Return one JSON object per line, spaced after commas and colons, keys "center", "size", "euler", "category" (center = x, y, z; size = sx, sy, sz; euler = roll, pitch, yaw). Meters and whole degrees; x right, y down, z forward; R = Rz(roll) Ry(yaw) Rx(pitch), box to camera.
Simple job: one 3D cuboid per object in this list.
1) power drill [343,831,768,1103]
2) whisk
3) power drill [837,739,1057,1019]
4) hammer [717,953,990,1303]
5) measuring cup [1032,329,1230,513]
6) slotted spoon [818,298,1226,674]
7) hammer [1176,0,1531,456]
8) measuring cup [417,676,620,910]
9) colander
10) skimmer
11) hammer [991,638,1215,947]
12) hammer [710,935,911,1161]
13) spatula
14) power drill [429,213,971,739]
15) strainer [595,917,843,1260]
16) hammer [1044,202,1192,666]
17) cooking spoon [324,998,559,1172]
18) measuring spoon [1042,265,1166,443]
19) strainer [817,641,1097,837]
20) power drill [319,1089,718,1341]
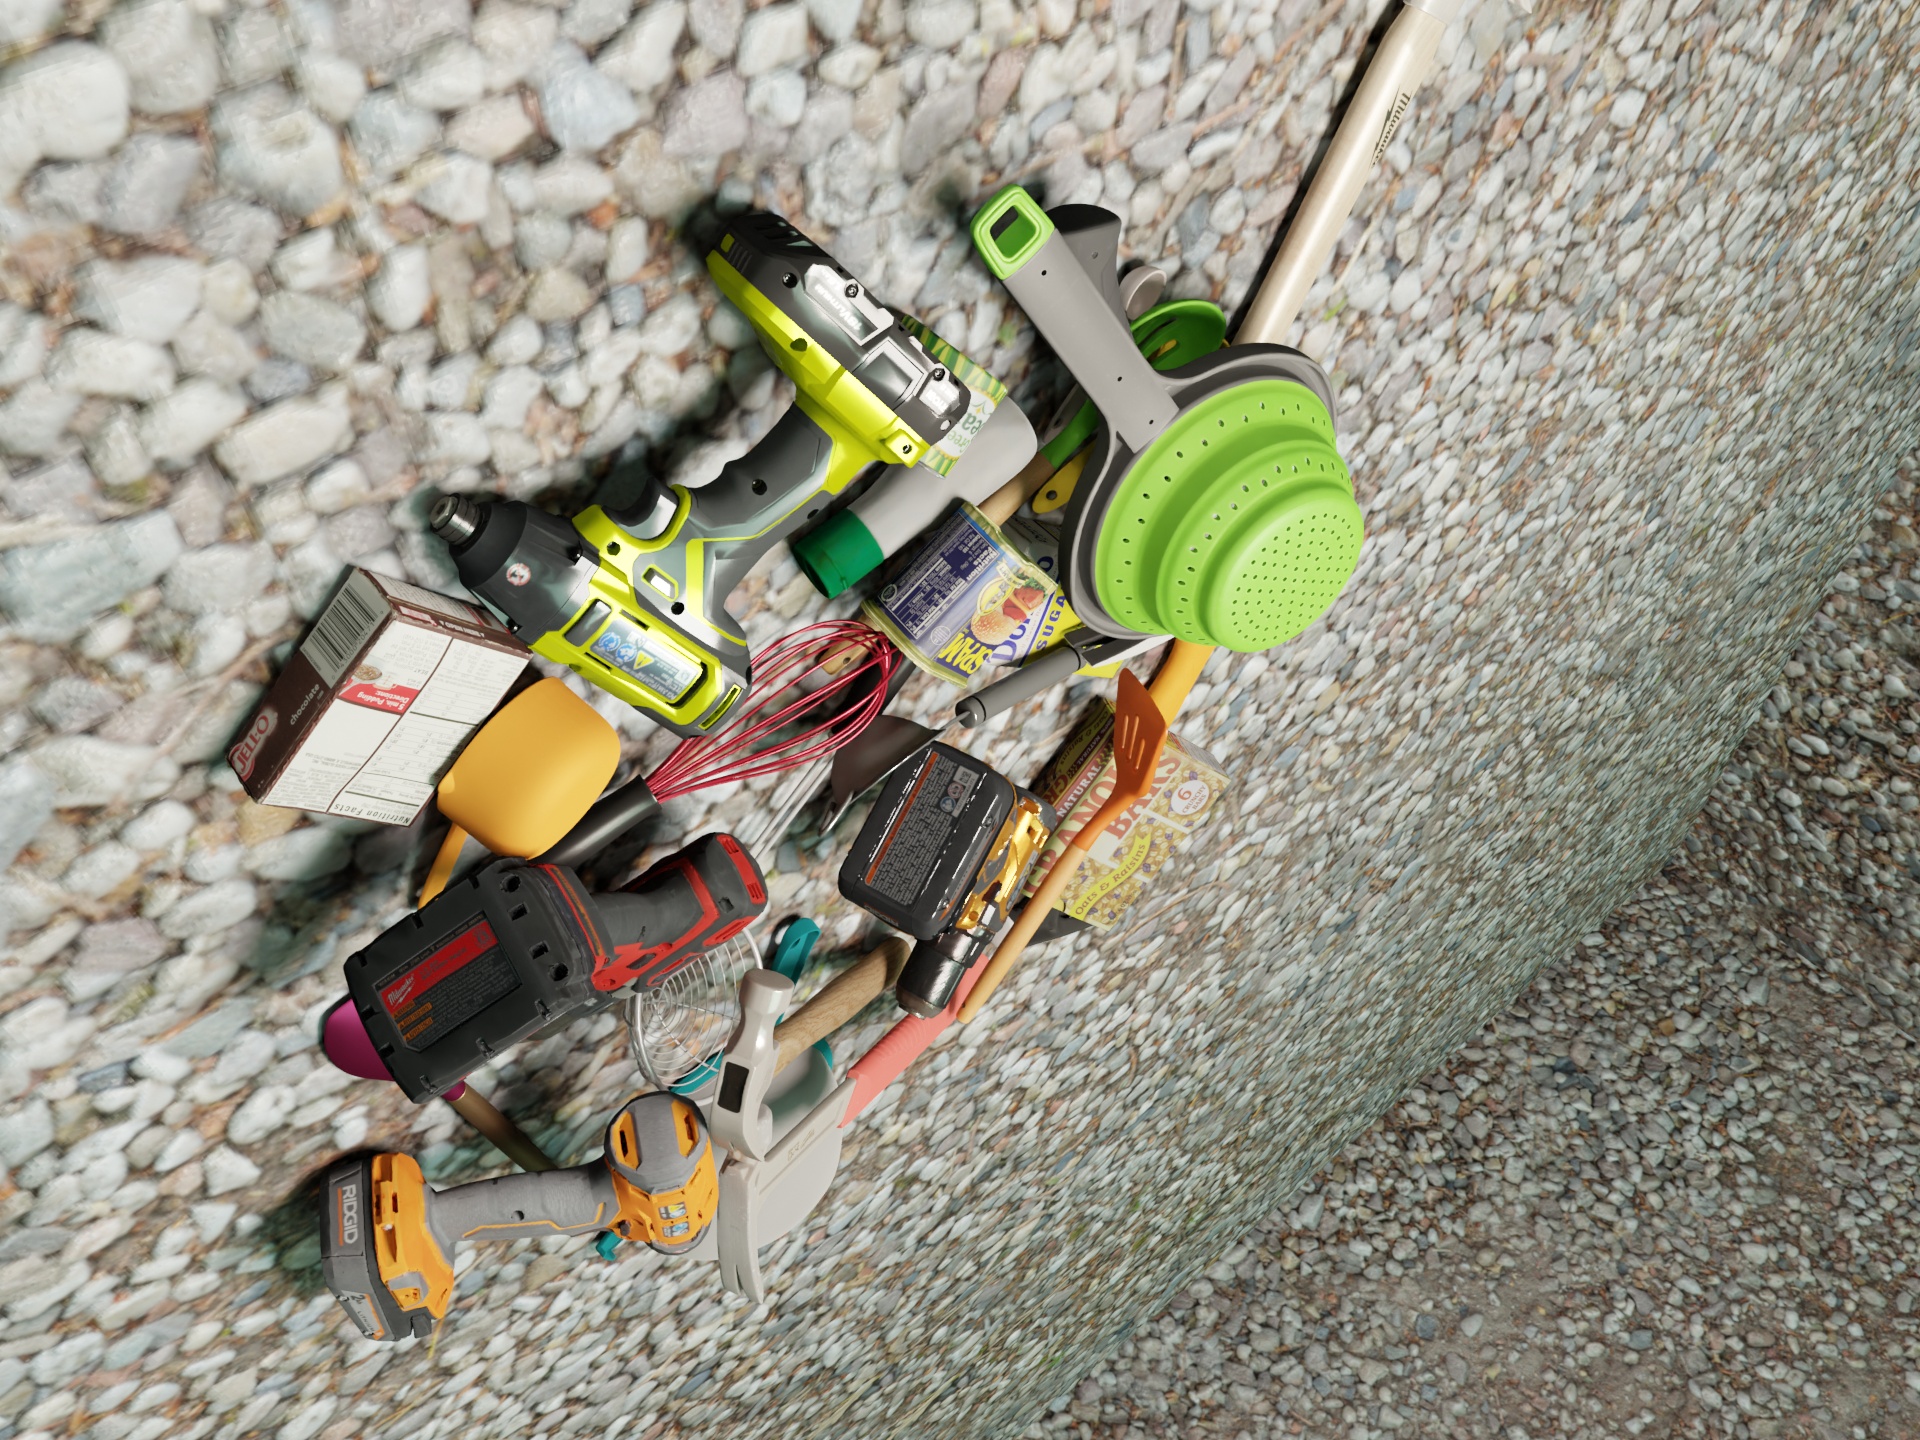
{"center": [-0.222, 0.133, 0.854], "size": [0.188, 0.080, 0.226], "euler": [-33, 171, 16], "category": "power drill"}
{"center": [-0.157, 0.029, 0.892], "size": [0.296, 0.073, 0.073], "euler": [-33, 148, -12], "category": "whisk"}
{"center": [-0.012, 0.116, 1.099], "size": [0.185, 0.084, 0.226], "euler": [-62, 162, -5], "category": "power drill"}
{"center": [-0.067, 0.275, 1.201], "size": [0.359, 0.037, 0.149], "euler": [-33, 131, -56], "category": "hammer"}
{"center": [0.102, -0.188, 0.995], "size": [0.156, 0.029, 0.062], "euler": [-40, 125, 15], "category": "measuring cup"}
{"center": [0.031, -0.138, 0.945], "size": [0.314, 0.031, 0.070], "euler": [-43, 145, 4], "category": "slotted spoon"}
{"center": [0.218, -0.286, 1.013], "size": [0.146, 0.038, 0.410], "euler": [-9, 133, -49], "category": "hammer"}
{"center": [-0.231, 0.057, 0.814], "size": [0.173, 0.052, 0.095], "euler": [-55, 176, 31], "category": "measuring cup"}
{"center": [0.126, -0.139, 0.864], "size": [0.204, 0.095, 0.396], "euler": [-44, 142, 5], "category": "colander"}
{"center": [-0.091, 0.077, 0.997], "size": [0.363, 0.090, 0.127], "euler": [-53, 149, 11], "category": "skimmer"}
{"center": [0.134, 0.049, 1.304], "size": [0.127, 0.034, 0.336], "euler": [-6, 131, -48], "category": "hammer"}
{"center": [-0.092, 0.200, 1.080], "size": [0.331, 0.031, 0.130], "euler": [-17, 124, -75], "category": "hammer"}
{"center": [0.071, 0.109, 1.200], "size": [0.041, 0.081, 0.322], "euler": [16, 118, -31], "category": "spatula"}
{"center": [-0.118, -0.113, 0.736], "size": [0.223, 0.080, 0.171], "euler": [-48, 130, 6], "category": "power drill"}
{"center": [-0.141, 0.295, 1.188], "size": [0.211, 0.095, 0.340], "euler": [-14, 138, -43], "category": "strainer"}
{"center": [0.096, -0.159, 0.926], "size": [0.146, 0.035, 0.334], "euler": [-35, 142, -6], "category": "hammer"}
{"center": [-0.305, 0.240, 0.992], "size": [0.069, 0.017, 0.318], "euler": [-37, 148, -15], "category": "cooking spoon"}
{"center": [0.079, -0.218, 0.945], "size": [0.034, 0.018, 0.124], "euler": [-14, 144, -56], "category": "measuring spoon"}
{"center": [-0.002, -0.003, 0.981], "size": [0.258, 0.050, 0.087], "euler": [-28, 176, -38], "category": "strainer"}
{"center": [-0.264, 0.313, 0.993], "size": [0.226, 0.084, 0.164], "euler": [-11, 142, -11], "category": "power drill"}
